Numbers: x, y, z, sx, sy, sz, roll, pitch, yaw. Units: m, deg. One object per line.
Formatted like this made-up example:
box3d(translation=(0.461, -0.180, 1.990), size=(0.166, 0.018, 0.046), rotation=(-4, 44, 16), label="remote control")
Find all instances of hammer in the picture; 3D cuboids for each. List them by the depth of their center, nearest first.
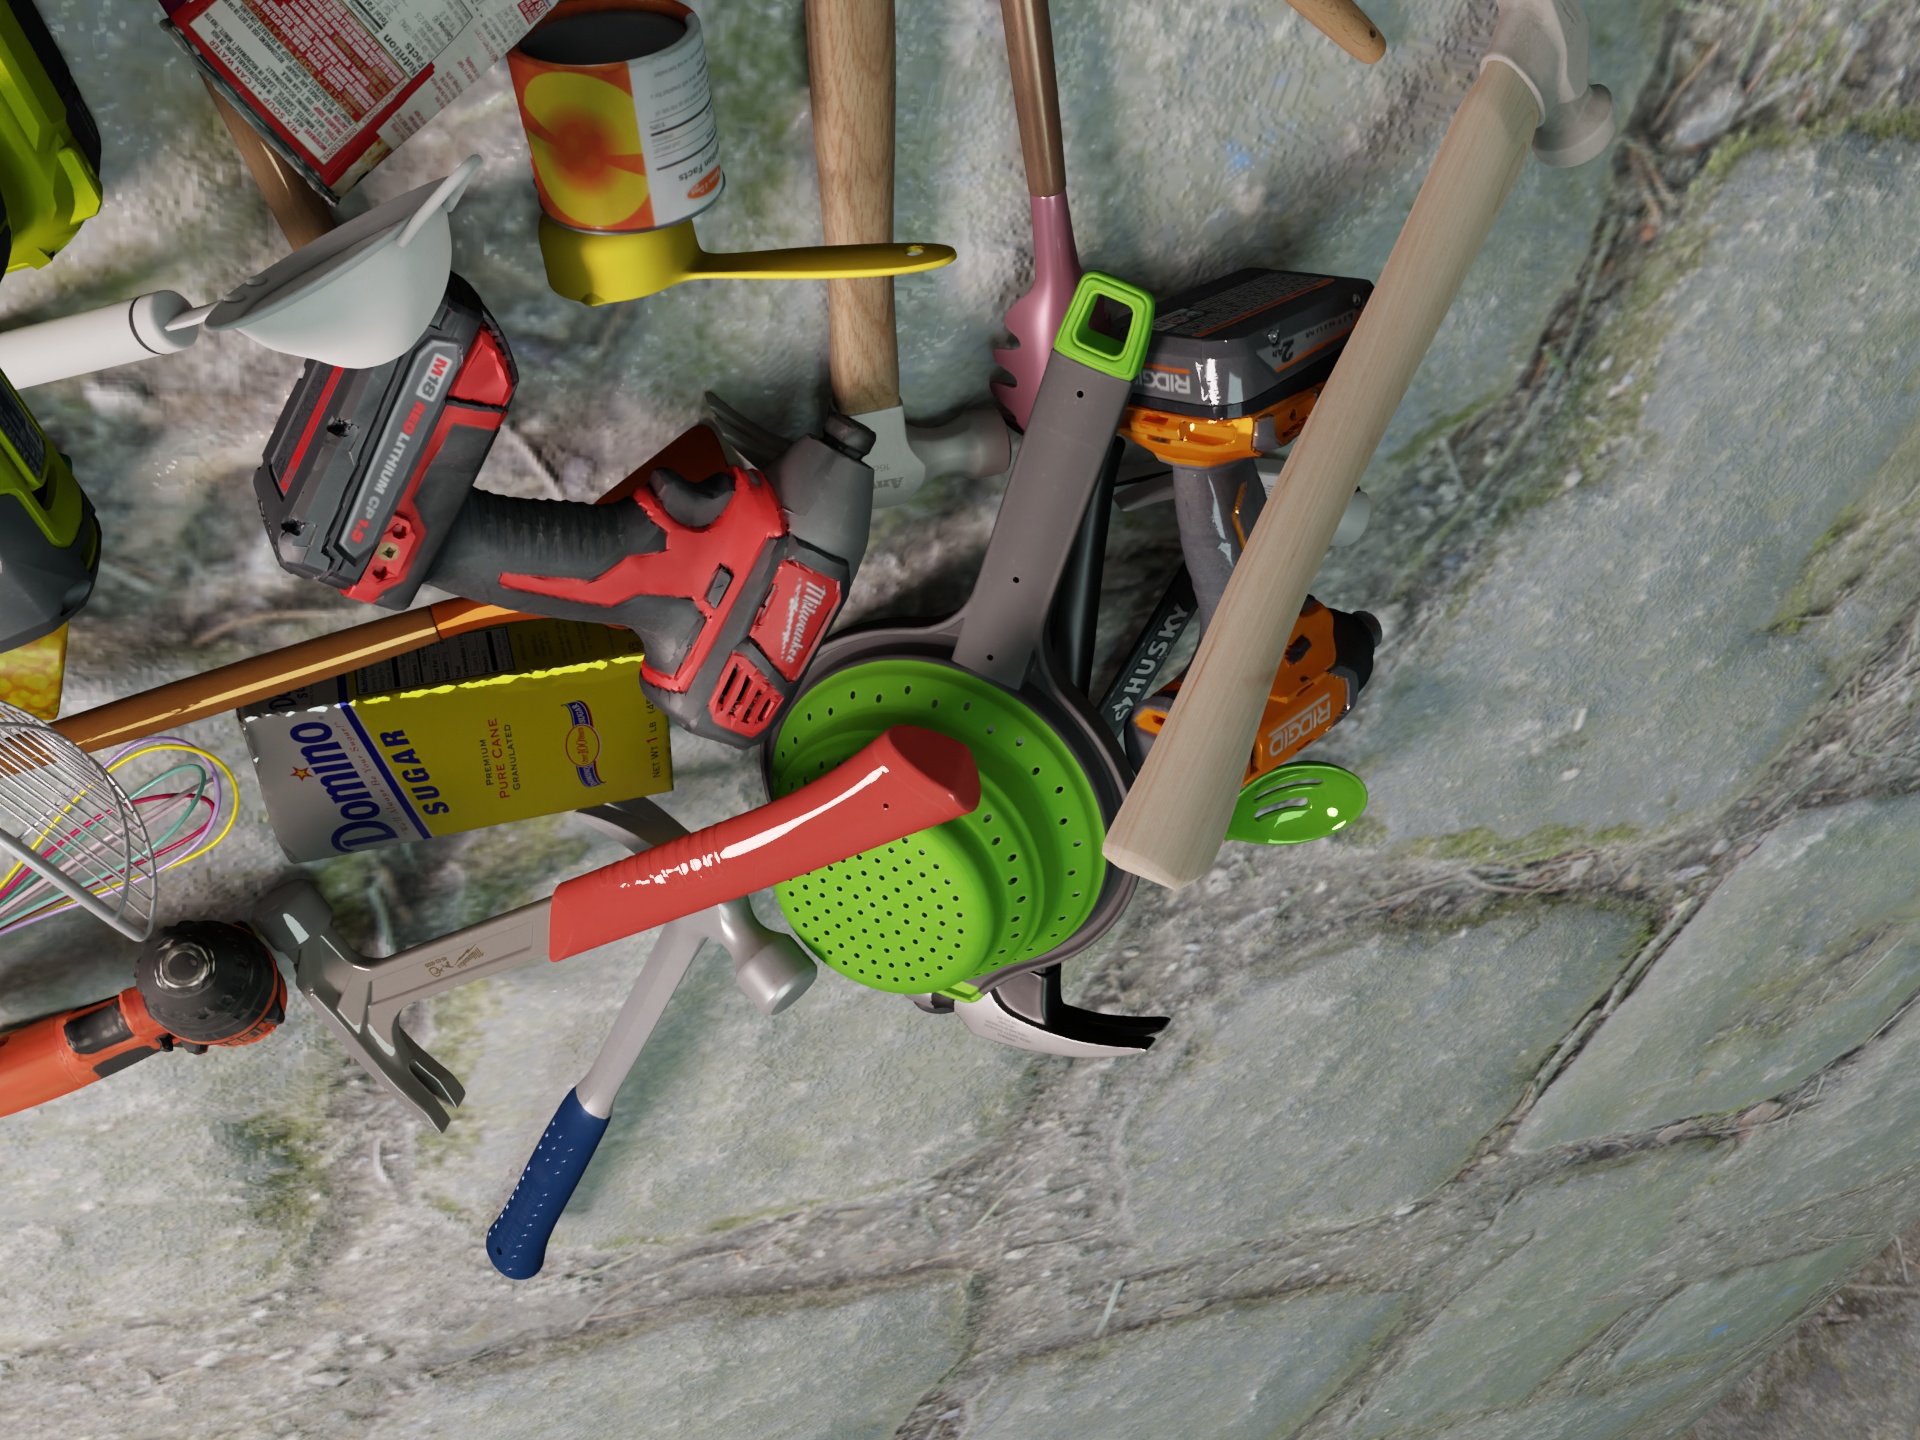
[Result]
box3d(translation=(-0.042, -0.219, 0.601), size=(0.130, 0.031, 0.331), rotation=(-15, 136, -15), label="hammer")
box3d(translation=(0.153, -0.127, 0.639), size=(0.146, 0.038, 0.411), rotation=(35, 78, -44), label="hammer")
box3d(translation=(-0.149, 0.089, 0.721), size=(0.359, 0.037, 0.149), rotation=(-21, 116, 22), label="hammer")
box3d(translation=(0.050, 0.021, 0.798), size=(0.035, 0.146, 0.334), rotation=(-34, 134, -55), label="hammer")
box3d(translation=(-0.203, 0.199, 0.881), size=(0.035, 0.144, 0.405), rotation=(-27, 157, -46), label="hammer")
box3d(translation=(0.065, 0.024, 0.892), size=(0.149, 0.036, 0.408), rotation=(7, 128, -31), label="hammer")

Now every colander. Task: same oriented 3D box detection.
box3d(translation=(-0.001, -0.002, 0.707), size=(0.204, 0.094, 0.396), rotation=(25, 126, 9), label="colander")

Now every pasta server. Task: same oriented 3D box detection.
box3d(translation=(0.028, -0.237, 0.625), size=(0.060, 0.040, 0.315), rotation=(-20, 133, -9), label="pasta server")

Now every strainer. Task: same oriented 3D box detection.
box3d(translation=(-0.243, -0.126, 0.501), size=(0.258, 0.087, 0.050), rotation=(-5, 128, 24), label="strainer")

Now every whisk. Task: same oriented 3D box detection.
box3d(translation=(-0.415, 0.086, 0.697), size=(0.245, 0.051, 0.047), rotation=(-33, 143, 9), label="whisk")

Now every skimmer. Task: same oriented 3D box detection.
box3d(translation=(-0.442, 0.095, 0.603), size=(0.363, 0.090, 0.127), rotation=(-30, 121, 22), label="skimmer")

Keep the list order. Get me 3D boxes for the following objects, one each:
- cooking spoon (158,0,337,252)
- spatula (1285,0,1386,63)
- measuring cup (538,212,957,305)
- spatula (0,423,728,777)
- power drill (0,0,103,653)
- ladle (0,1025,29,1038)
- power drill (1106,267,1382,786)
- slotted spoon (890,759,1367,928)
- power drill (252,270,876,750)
box3d(translation=(-0.236, -0.205, 0.522), size=(0.069, 0.017, 0.318), rotation=(-23, 137, -8), label="cooking spoon")
box3d(translation=(0.072, -0.307, 0.548), size=(0.317, 0.044, 0.082), rotation=(14, 82, -45), label="spatula")
box3d(translation=(-0.078, -0.174, 0.565), size=(0.156, 0.062, 0.029), rotation=(4, 132, 16), label="measuring cup")
box3d(translation=(-0.239, -0.036, 0.651), size=(0.322, 0.041, 0.081), rotation=(-19, 123, -12), label="spatula")
box3d(translation=(-0.284, -0.144, 0.403), size=(0.080, 0.223, 0.171), rotation=(-20, 137, -9), label="power drill")
box3d(translation=(-0.525, 0.175, 0.736), size=(0.315, 0.031, 0.069), rotation=(-14, 150, -18), label="ladle")
box3d(translation=(0.143, -0.086, 0.736), size=(0.164, 0.084, 0.226), rotation=(-29, 125, -35), label="power drill")
box3d(translation=(0.082, 0.078, 0.909), size=(0.313, 0.031, 0.070), rotation=(-16, 136, -7), label="slotted spoon")
box3d(translation=(-0.135, -0.084, 0.604), size=(0.219, 0.079, 0.143), rotation=(22, 102, -37), label="power drill")
